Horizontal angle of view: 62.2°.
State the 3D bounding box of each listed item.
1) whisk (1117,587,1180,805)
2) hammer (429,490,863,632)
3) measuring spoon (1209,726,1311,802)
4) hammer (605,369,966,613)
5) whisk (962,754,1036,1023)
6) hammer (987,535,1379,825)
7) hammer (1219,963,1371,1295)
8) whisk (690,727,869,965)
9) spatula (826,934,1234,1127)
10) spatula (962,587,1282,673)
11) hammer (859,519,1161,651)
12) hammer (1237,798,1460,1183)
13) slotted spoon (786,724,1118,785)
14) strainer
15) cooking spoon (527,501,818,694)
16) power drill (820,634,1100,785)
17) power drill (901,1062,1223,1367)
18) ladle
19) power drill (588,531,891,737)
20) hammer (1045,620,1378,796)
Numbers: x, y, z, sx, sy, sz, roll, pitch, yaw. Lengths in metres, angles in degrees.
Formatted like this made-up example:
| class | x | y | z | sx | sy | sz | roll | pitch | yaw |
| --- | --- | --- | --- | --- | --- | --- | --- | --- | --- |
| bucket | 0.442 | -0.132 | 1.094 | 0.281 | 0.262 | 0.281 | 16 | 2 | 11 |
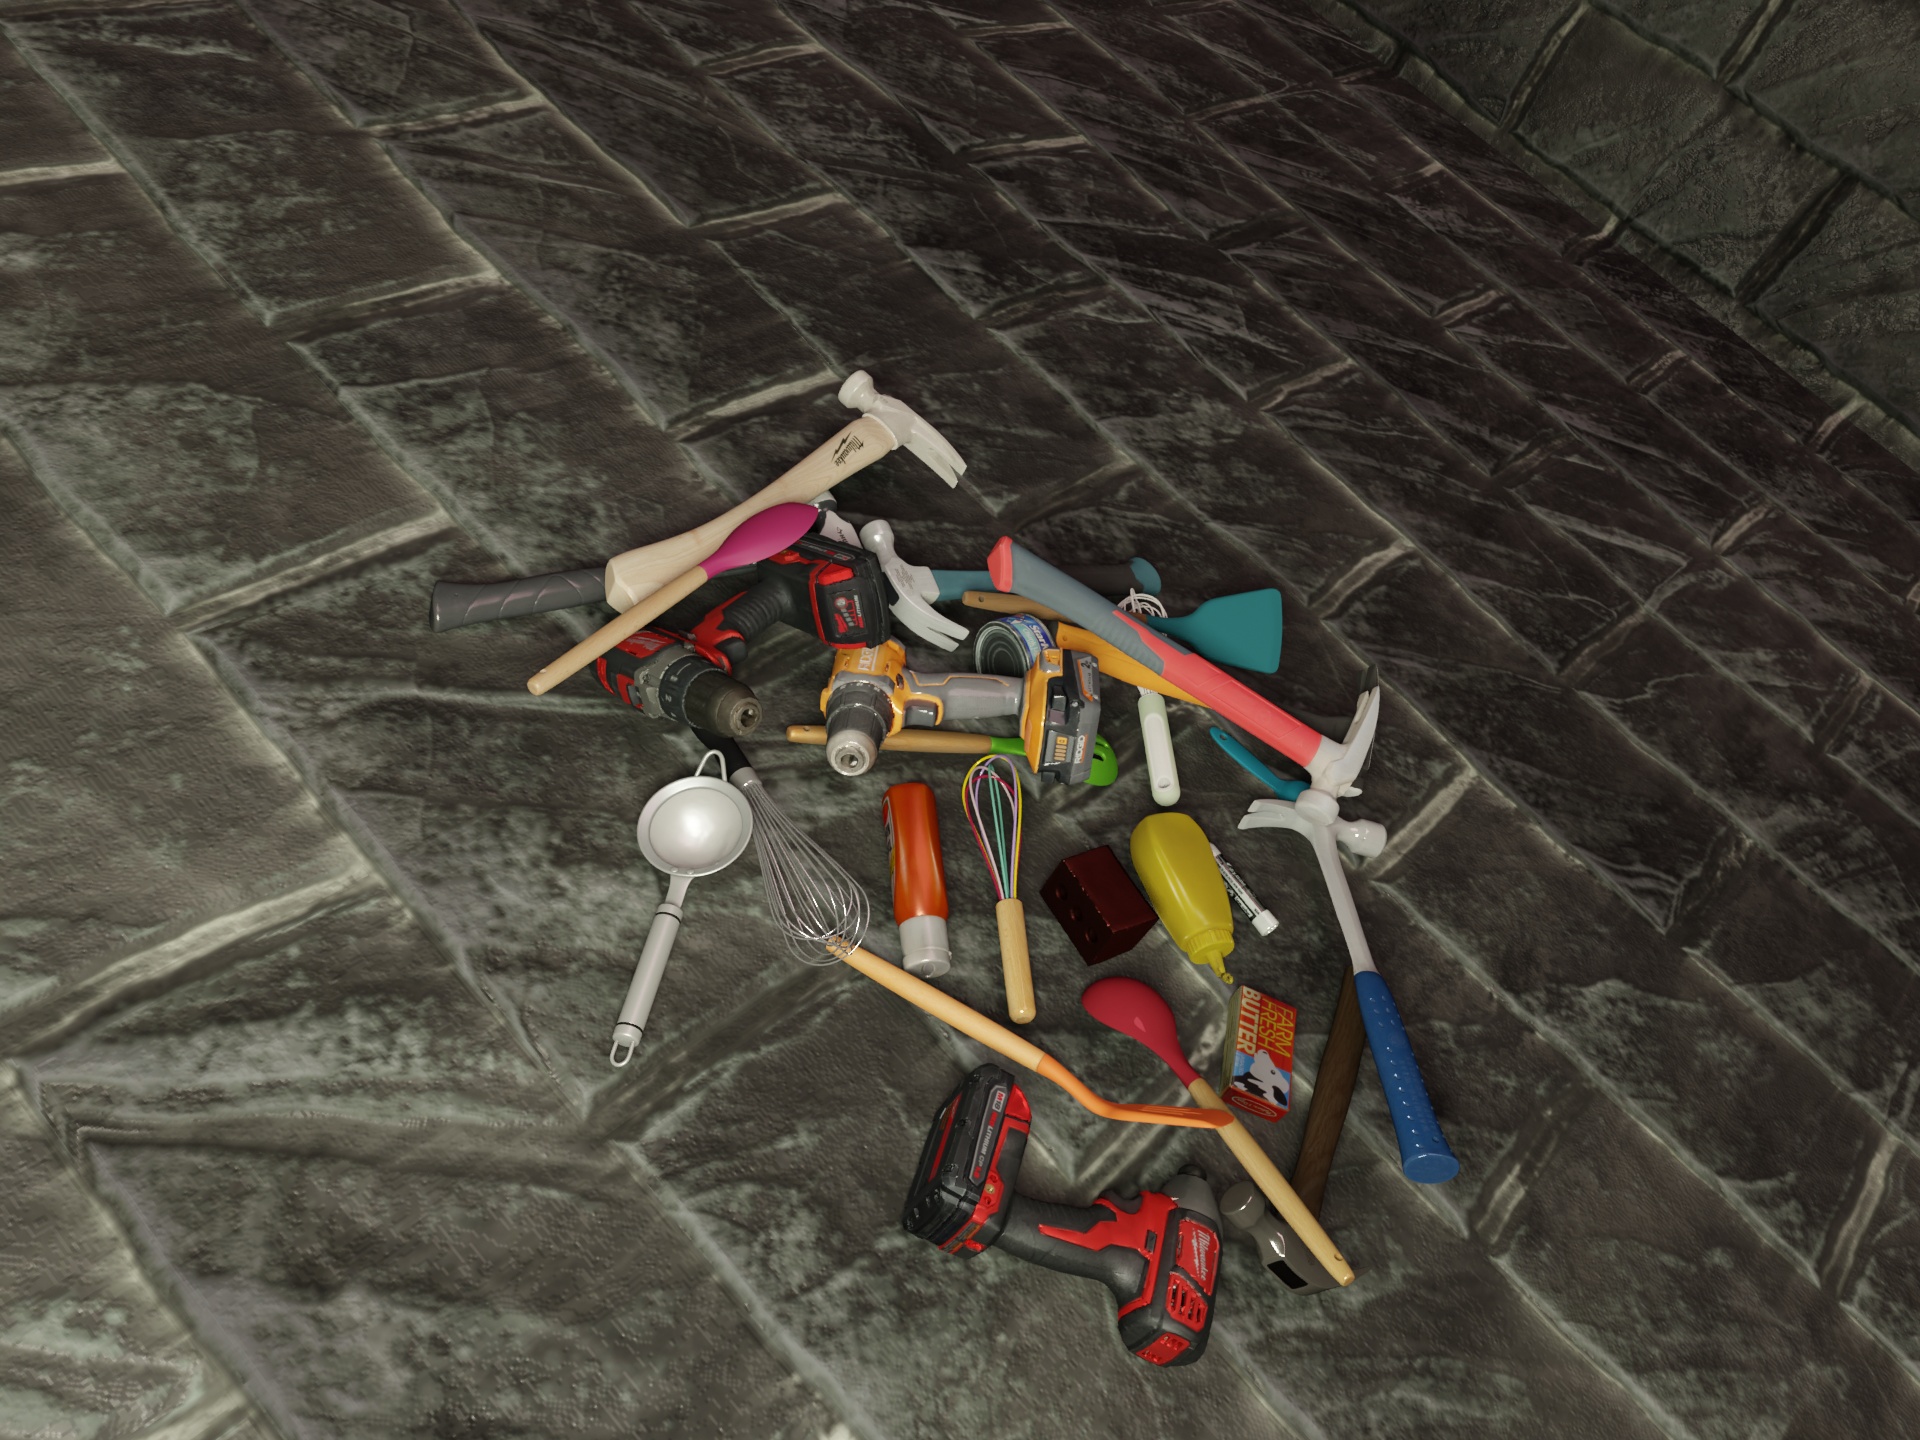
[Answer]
| class | x | y | z | sx | sy | sz | roll | pitch | yaw |
| --- | --- | --- | --- | --- | --- | --- | --- | --- | --- |
| whisk | 0.178 | -0.025 | 1.498 | 0.058 | 0.059 | 0.247 | -13 | 53 | 11 |
| hammer | -0.255 | -0.121 | 1.363 | 0.409 | 0.036 | 0.149 | -14 | 60 | -35 |
| measuring spoon | 0.291 | 0.044 | 1.510 | 0.129 | 0.021 | 0.042 | 40 | 44 | 9 |
| hammer | -0.156 | -0.191 | 1.425 | 0.146 | 0.038 | 0.411 | 41 | 47 | 7 |
| whisk | 0.034 | 0.132 | 1.289 | 0.047 | 0.051 | 0.245 | -4 | 55 | -4 |
| hammer | 0.199 | -0.063 | 1.425 | 0.386 | 0.038 | 0.143 | 32 | 68 | -8 |
| hammer | 0.290 | 0.308 | 1.247 | 0.130 | 0.031 | 0.331 | 50 | 37 | -10 |
| whisk | -0.151 | 0.071 | 1.226 | 0.070 | 0.070 | 0.285 | -10 | 50 | -34 |
| spatula | 0.042 | 0.227 | 1.147 | 0.323 | 0.041 | 0.081 | 26 | 1 | 19 |
| spatula | 0.153 | -0.098 | 1.478 | 0.317 | 0.044 | 0.082 | 5 | 85 | -22 |
| hammer | 0.063 | -0.134 | 1.525 | 0.331 | 0.033 | 0.128 | -5 | 63 | -37 |
| hammer | 0.332 | 0.206 | 1.326 | 0.144 | 0.035 | 0.406 | 16 | 34 | -14 |
| slotted spoon | 0.001 | 0.021 | 1.376 | 0.313 | 0.031 | 0.070 | 4 | 45 | -23 |
| strainer | -0.210 | 0.135 | 1.152 | 0.087 | 0.050 | 0.259 | 8 | 51 | 7 |
| cooking spoon | -0.224 | -0.106 | 1.268 | 0.069 | 0.017 | 0.319 | 14 | 40 | 33 |
| power drill | -0.002 | -0.004 | 1.304 | 0.226 | 0.084 | 0.185 | 7 | 28 | 0 |
| power drill | 0.082 | 0.336 | 1.102 | 0.219 | 0.078 | 0.143 | 29 | 44 | -6 |
| ladle | 0.184 | 0.284 | 1.156 | 0.069 | 0.031 | 0.316 | -4 | 34 | -29 |
| power drill | -0.160 | -0.063 | 1.264 | 0.226 | 0.080 | 0.188 | -31 | 36 | -33 |
| hammer | 0.232 | -0.035 | 1.468 | 0.336 | 0.034 | 0.127 | 17 | 74 | -14 |
